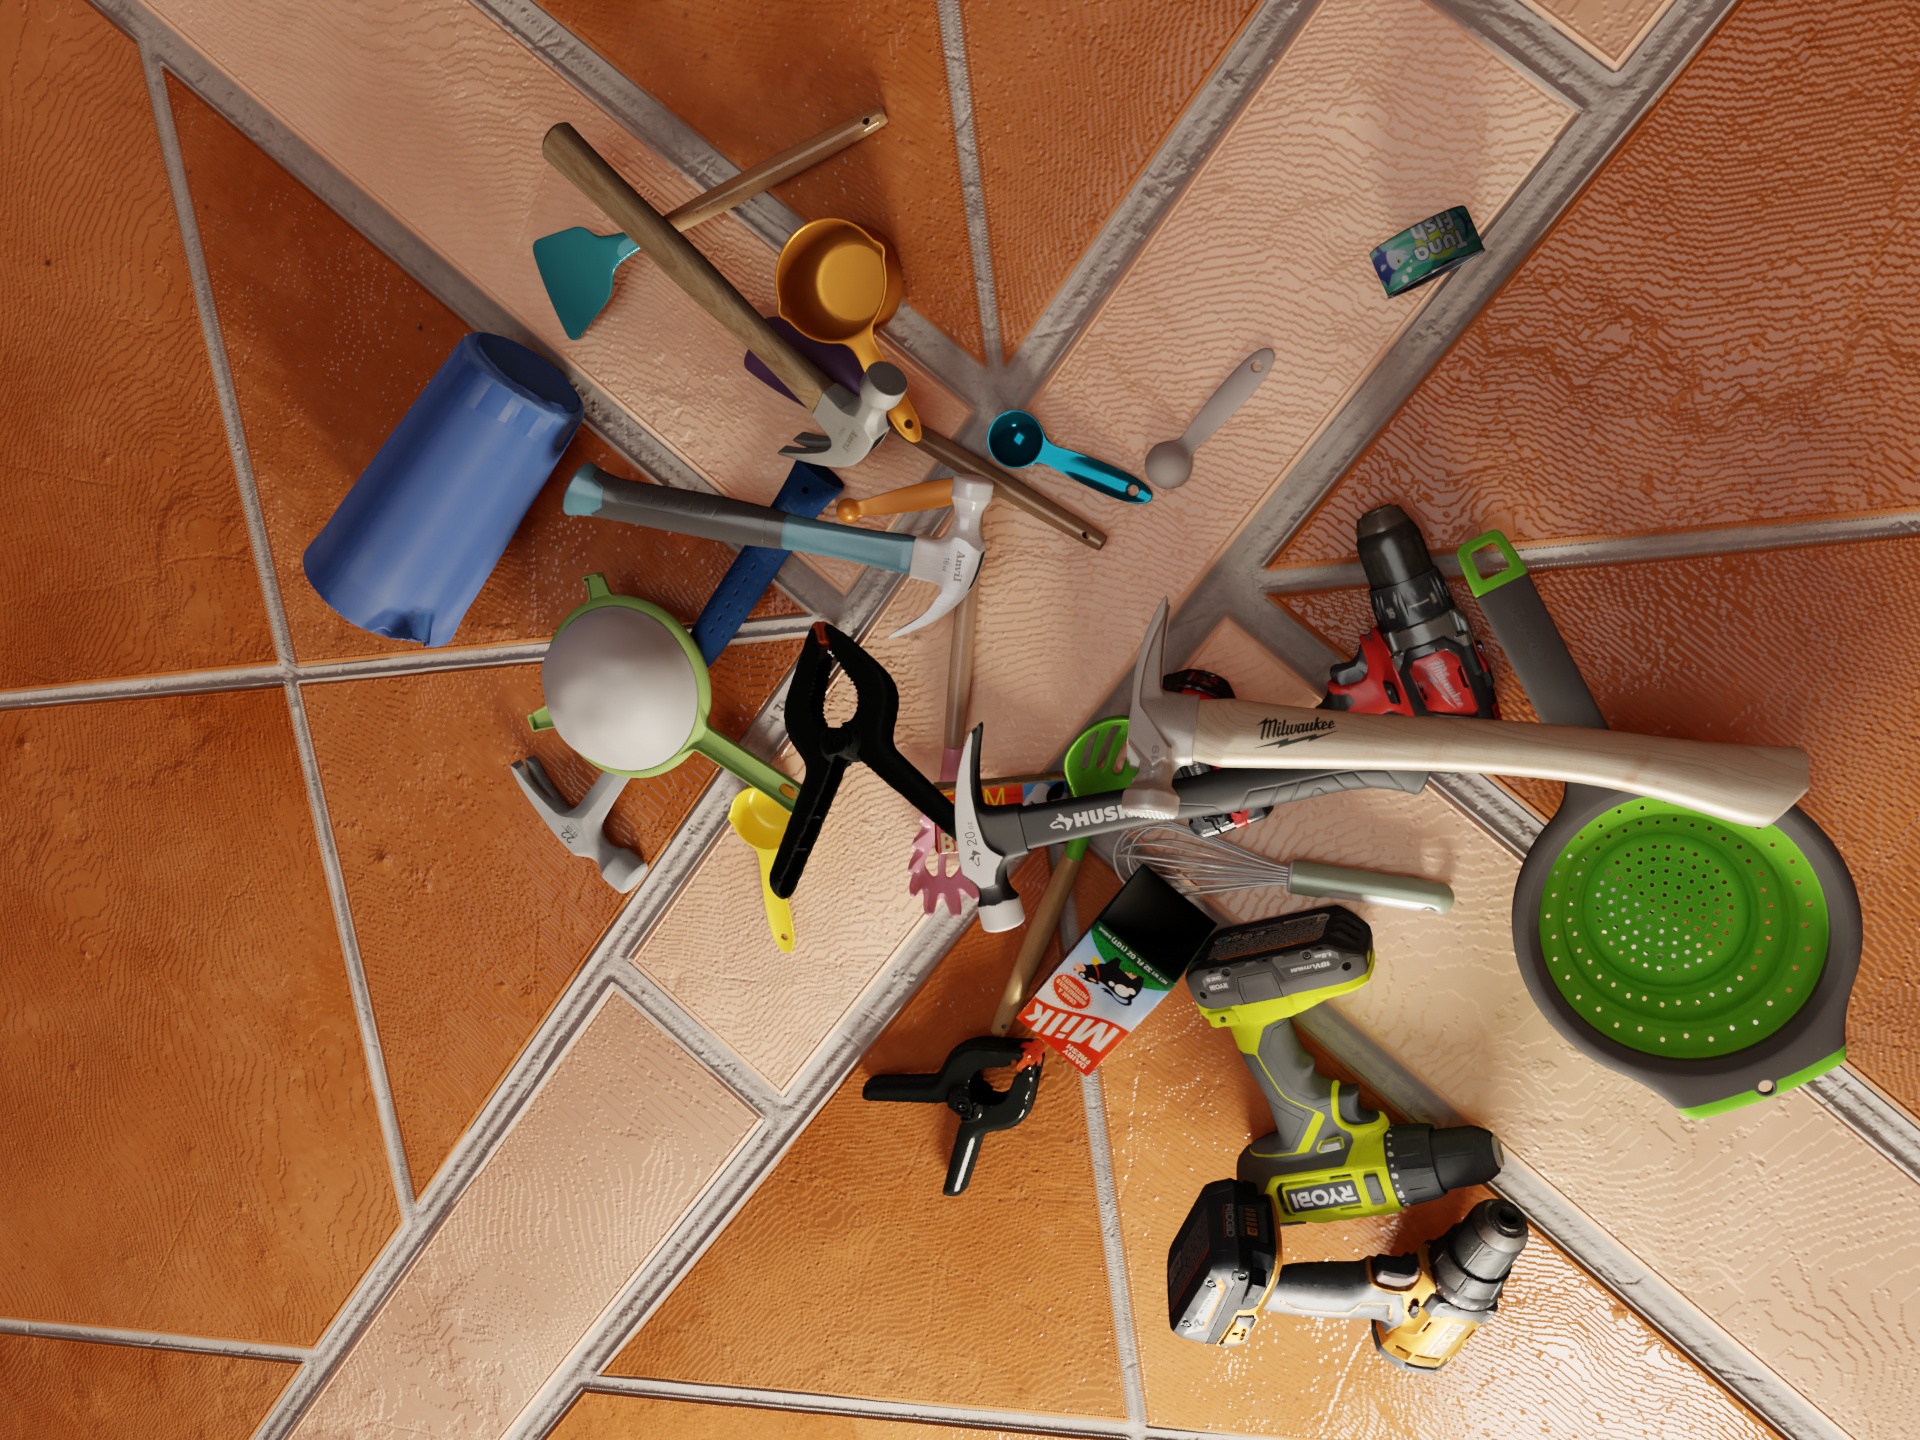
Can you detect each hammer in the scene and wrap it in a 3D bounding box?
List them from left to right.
[{"bbox_3d":[-0.225,-0.046,1.289,0.144,0.035,0.405,40,113,6],"label":"hammer"},{"bbox_3d":[-0.182,-0.312,1.163,0.331,0.031,0.130,44,145,3],"label":"hammer"},{"bbox_3d":[-0.143,-0.147,1.197,0.331,0.033,0.128,12,108,11],"label":"hammer"},{"bbox_3d":[0.155,0.047,1.089,0.335,0.035,0.146,-12,99,16],"label":"hammer"},{"bbox_3d":[0.313,0.007,1.012,0.410,0.038,0.146,5,81,13],"label":"hammer"}]

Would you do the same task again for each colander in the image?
[{"bbox_3d":[0.433,0.057,1.054,0.204,0.094,0.397,-27,84,16],"label":"colander"}]

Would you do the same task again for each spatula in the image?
[{"bbox_3d":[-0.193,-0.387,1.202,0.317,0.044,0.082,-20,95,18],"label":"spatula"},{"bbox_3d":[-0.026,-0.212,1.186,0.316,0.018,0.059,33,107,11],"label":"spatula"}]

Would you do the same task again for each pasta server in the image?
[{"bbox_3d":[-0.002,-0.004,1.219,0.060,0.040,0.316,3,104,-7],"label":"pasta server"}]

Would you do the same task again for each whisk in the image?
[{"bbox_3d":[0.233,0.114,1.162,0.246,0.057,0.059,7,76,14],"label":"whisk"}]

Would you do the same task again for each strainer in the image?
[{"bbox_3d":[-0.234,0.007,1.248,0.256,0.069,0.151,32,111,11],"label":"strainer"}]

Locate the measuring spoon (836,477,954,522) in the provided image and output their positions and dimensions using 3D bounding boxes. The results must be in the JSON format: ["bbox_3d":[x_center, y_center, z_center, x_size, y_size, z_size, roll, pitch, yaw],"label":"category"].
[{"bbox_3d":[-0.042,-0.167,1.207,0.117,0.011,0.021,-8,101,20],"label":"measuring spoon"}]

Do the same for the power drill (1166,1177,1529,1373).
[{"bbox_3d":[0.279,0.391,1.141,0.226,0.084,0.185,11,132,-5],"label":"power drill"}]

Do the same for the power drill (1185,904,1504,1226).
[{"bbox_3d":[0.276,0.259,1.166,0.190,0.080,0.228,-16,100,24],"label":"power drill"}]

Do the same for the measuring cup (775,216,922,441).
[{"bbox_3d":[-0.065,-0.284,1.166,0.095,0.052,0.173,-27,95,23],"label":"measuring cup"}]

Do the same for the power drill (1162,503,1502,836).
[{"bbox_3d":[0.245,-0.030,1.106,0.226,0.080,0.188,-20,96,20],"label":"power drill"}]

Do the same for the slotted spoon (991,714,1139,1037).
[{"bbox_3d":[0.075,0.122,1.211,0.070,0.031,0.313,10,120,-18],"label":"slotted spoon"}]

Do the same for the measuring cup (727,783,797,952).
[{"bbox_3d":[-0.151,0.120,1.315,0.062,0.029,0.156,2,116,19],"label":"measuring cup"}]

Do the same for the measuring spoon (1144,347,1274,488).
[{"bbox_3d":[0.175,-0.212,1.115,0.034,0.018,0.124,44,112,5],"label":"measuring spoon"}]

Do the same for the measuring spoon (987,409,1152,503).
[{"bbox_3d":[0.081,-0.188,1.159,0.128,0.021,0.042,24,106,3],"label":"measuring spoon"}]
